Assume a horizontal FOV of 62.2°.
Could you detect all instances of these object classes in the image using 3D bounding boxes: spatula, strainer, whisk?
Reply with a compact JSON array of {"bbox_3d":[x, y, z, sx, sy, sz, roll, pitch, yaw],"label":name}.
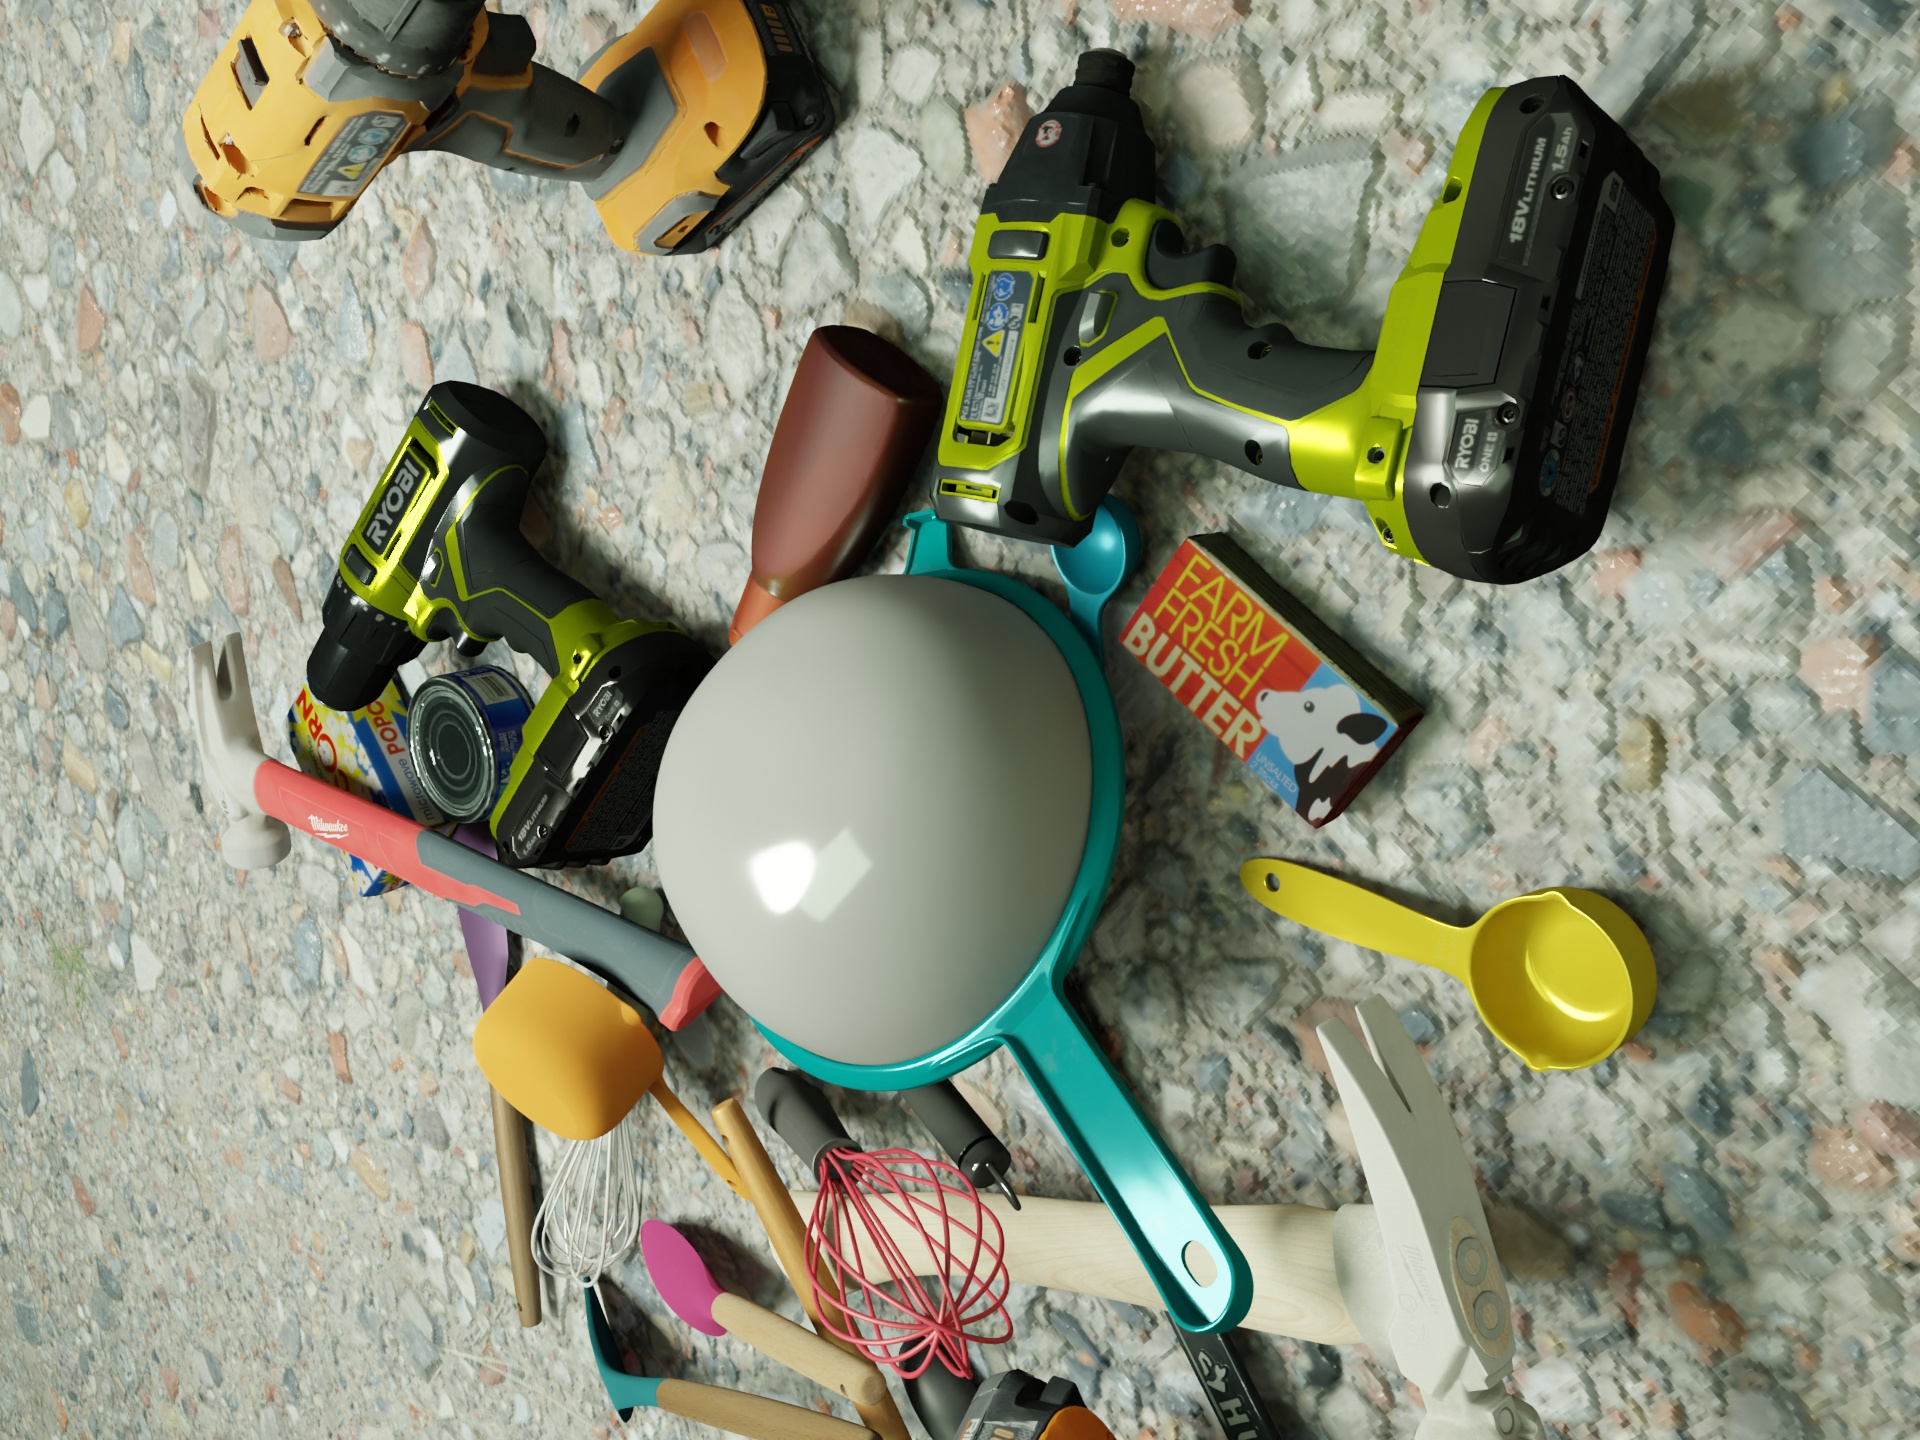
[{"bbox_3d":[-0.042,0.321,0.720,0.081,0.041,0.322,-24,93,54],"label":"spatula"},{"bbox_3d":[-0.049,0.115,0.672,0.259,0.050,0.086,42,153,43],"label":"strainer"},{"bbox_3d":[-0.020,0.067,0.561,0.211,0.095,0.341,-50,47,15],"label":"strainer"},{"bbox_3d":[-0.046,0.188,0.651,0.296,0.073,0.073,-171,70,-72],"label":"whisk"},{"bbox_3d":[-0.273,0.209,0.944,0.060,0.018,0.316,3,101,46],"label":"spatula"},{"bbox_3d":[0.055,0.396,0.696,0.285,0.070,0.070,51,127,25],"label":"whisk"},{"bbox_3d":[-0.127,0.336,0.803,0.317,0.044,0.082,-17,93,50],"label":"spatula"},{"bbox_3d":[-0.190,0.201,0.859,0.058,0.059,0.246,43,125,57],"label":"whisk"}]

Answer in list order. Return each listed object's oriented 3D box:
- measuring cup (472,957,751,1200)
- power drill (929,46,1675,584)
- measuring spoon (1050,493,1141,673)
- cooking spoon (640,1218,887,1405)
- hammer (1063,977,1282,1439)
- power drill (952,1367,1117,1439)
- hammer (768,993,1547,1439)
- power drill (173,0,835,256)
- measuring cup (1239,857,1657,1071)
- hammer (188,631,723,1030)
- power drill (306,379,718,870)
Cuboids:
[{"bbox_3d":[-0.171,0.197,0.793,0.095,0.052,0.173,-19,114,49],"label":"measuring cup"},{"bbox_3d":[0.095,-0.133,0.510,0.223,0.080,0.171,15,95,39],"label":"power drill"},{"bbox_3d":[0.056,-0.029,0.619,0.042,0.021,0.128,26,126,46],"label":"measuring spoon"},{"bbox_3d":[-0.104,0.283,0.755,0.319,0.017,0.069,-20,94,62],"label":"cooking spoon"},{"bbox_3d":[0.086,0.218,0.639,0.149,0.036,0.409,-34,78,38],"label":"hammer"},{"bbox_3d":[0.097,0.295,0.540,0.226,0.084,0.164,-3,128,38],"label":"power drill"},{"bbox_3d":[0.031,0.198,0.629,0.410,0.038,0.146,-20,86,52],"label":"hammer"},{"bbox_3d":[-0.150,-0.248,0.593,0.185,0.226,0.084,-29,82,40],"label":"power drill"},{"bbox_3d":[0.164,0.071,0.551,0.157,0.029,0.062,18,112,48],"label":"measuring cup"},{"bbox_3d":[-0.278,0.063,0.844,0.386,0.038,0.143,17,119,30],"label":"hammer"},{"bbox_3d":[-0.234,-0.032,0.797,0.229,0.080,0.190,44,110,24],"label":"power drill"}]
